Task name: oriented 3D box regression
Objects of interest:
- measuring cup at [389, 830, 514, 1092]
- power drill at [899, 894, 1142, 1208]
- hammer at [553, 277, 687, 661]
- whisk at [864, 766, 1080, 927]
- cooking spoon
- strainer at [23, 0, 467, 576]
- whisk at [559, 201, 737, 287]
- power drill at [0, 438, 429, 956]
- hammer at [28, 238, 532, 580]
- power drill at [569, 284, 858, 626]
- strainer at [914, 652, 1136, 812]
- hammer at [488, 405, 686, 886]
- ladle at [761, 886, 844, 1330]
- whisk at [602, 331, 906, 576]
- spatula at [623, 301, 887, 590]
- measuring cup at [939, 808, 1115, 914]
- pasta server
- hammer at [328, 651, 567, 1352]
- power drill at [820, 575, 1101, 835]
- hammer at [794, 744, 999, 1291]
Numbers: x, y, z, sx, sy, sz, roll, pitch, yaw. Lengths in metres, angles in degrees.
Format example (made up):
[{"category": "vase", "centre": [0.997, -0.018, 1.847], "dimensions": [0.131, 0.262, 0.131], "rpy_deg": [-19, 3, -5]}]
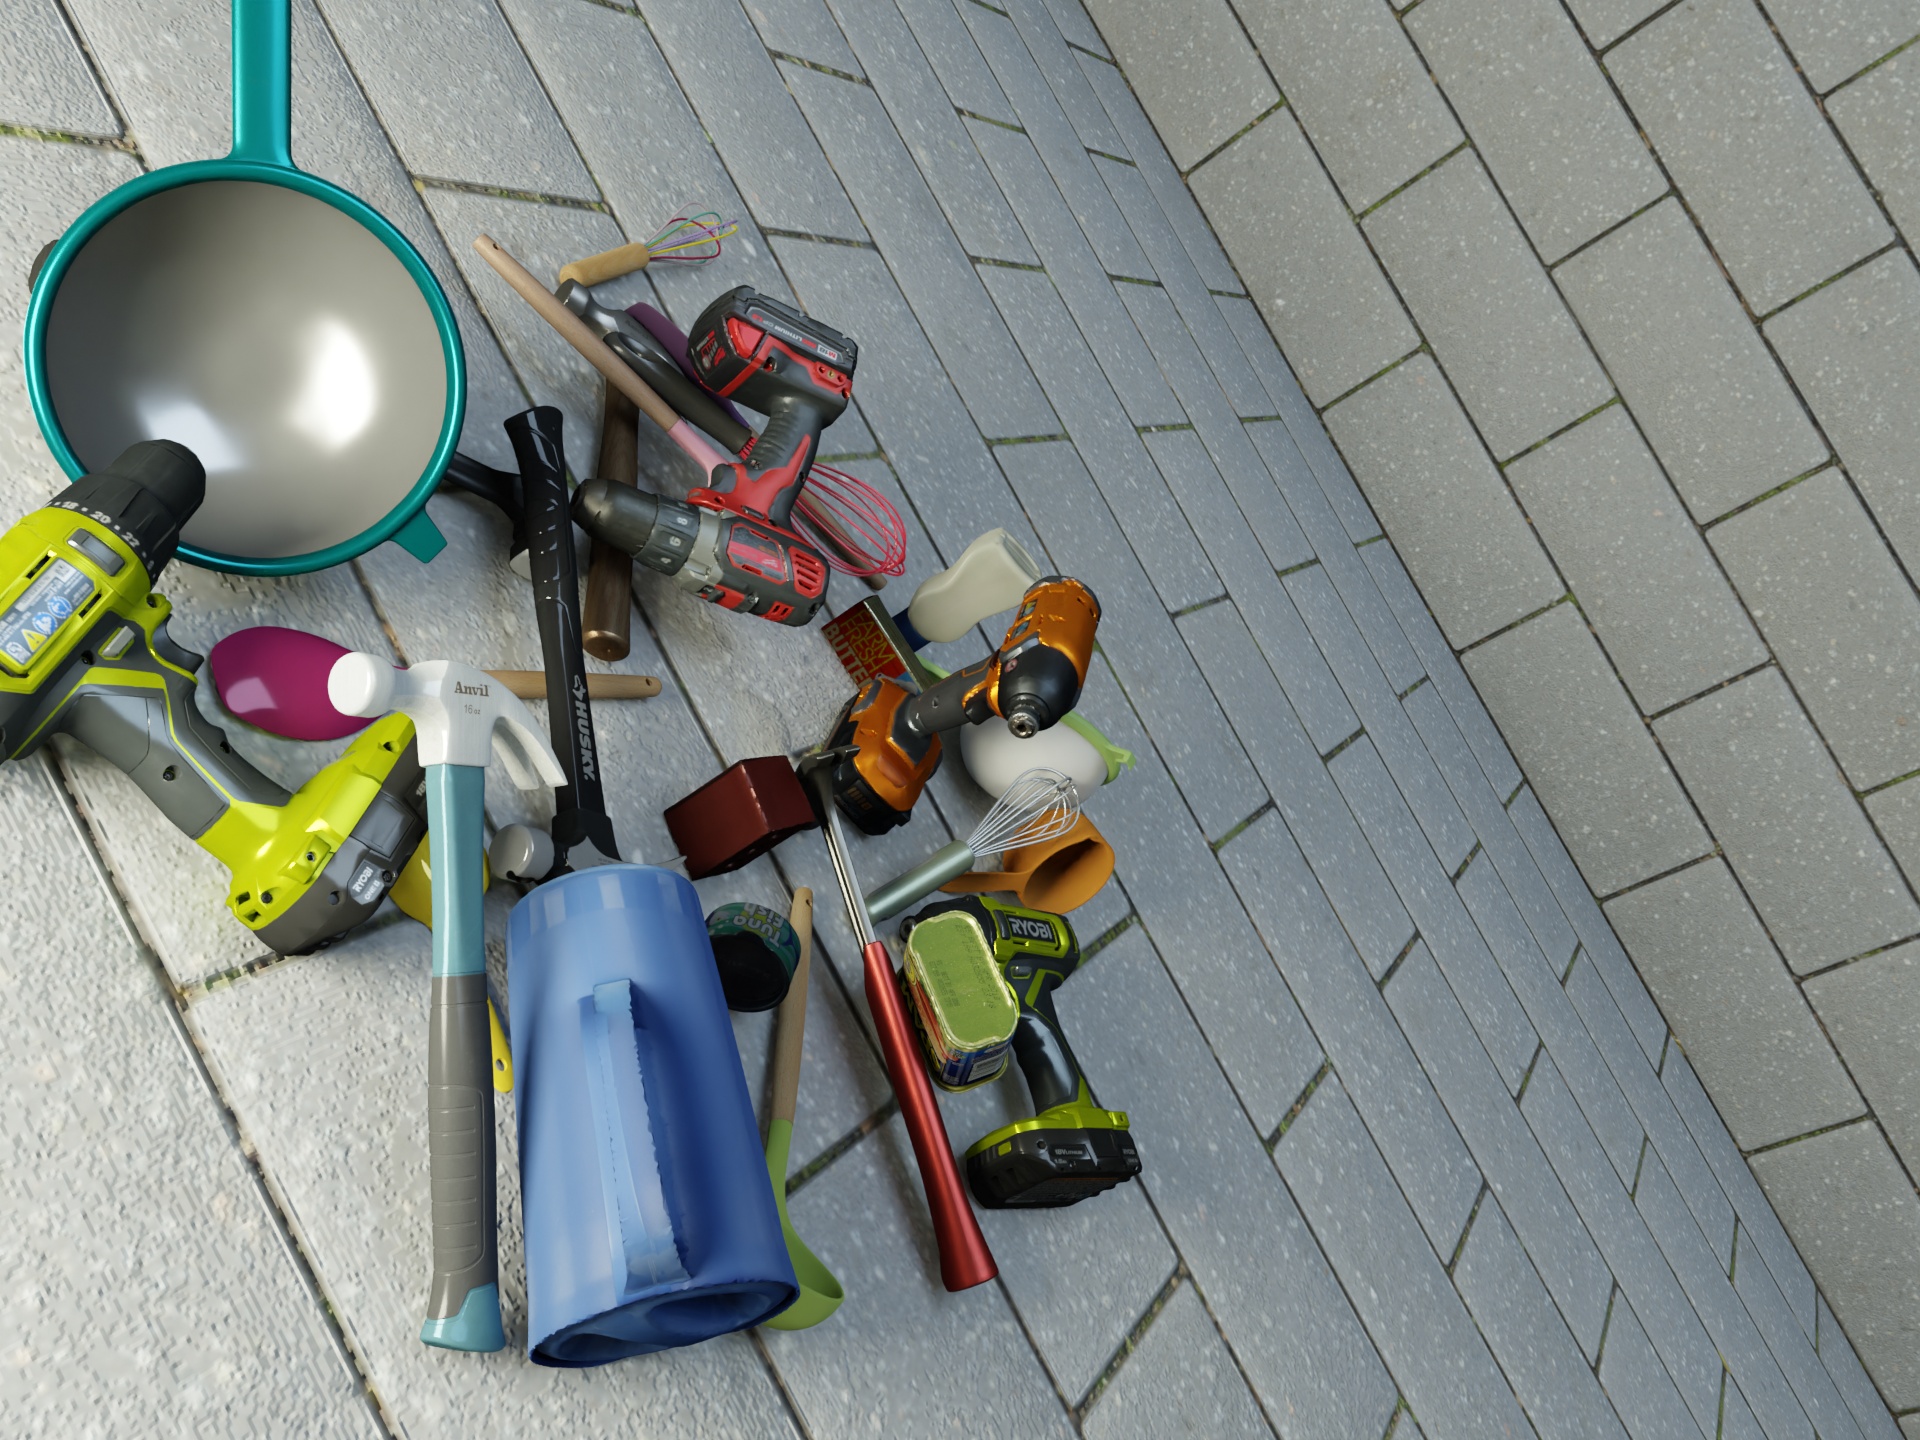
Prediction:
[{"category": "measuring cup", "centre": [-0.265, 0.124, 0.860], "dimensions": [0.062, 0.029, 0.157], "rpy_deg": [-2, 63, -57]}, {"category": "power drill", "centre": [0.040, 0.238, 1.175], "dimensions": [0.171, 0.080, 0.223], "rpy_deg": [16, 47, -45]}, {"category": "hammer", "centre": [-0.248, -0.178, 1.160], "dimensions": [0.130, 0.031, 0.332], "rpy_deg": [31, 40, -39]}, {"category": "whisk", "centre": [0.007, 0.098, 1.219], "dimensions": [0.246, 0.057, 0.059], "rpy_deg": [-28, 80, -40]}, {"category": "cooking spoon", "centre": [-0.297, -0.023, 0.957], "dimensions": [0.318, 0.017, 0.069], "rpy_deg": [0, 65, -56]}, {"category": "strainer", "centre": [-0.379, -0.249, 0.847], "dimensions": [0.211, 0.095, 0.340], "rpy_deg": [-1, 99, -31]}, {"category": "whisk", "centre": [-0.261, -0.393, 1.335], "dimensions": [0.047, 0.051, 0.245], "rpy_deg": [37, 35, 3]}, {"category": "power drill", "centre": [-0.361, -0.012, 0.767], "dimensions": [0.228, 0.080, 0.191], "rpy_deg": [44, 44, -25]}, {"category": "hammer", "centre": [-0.385, -0.199, 0.969], "dimensions": [0.336, 0.034, 0.127], "rpy_deg": [25, 44, -44]}, {"category": "power drill", "centre": [-0.170, -0.193, 1.135], "dimensions": [0.187, 0.080, 0.227], "rpy_deg": [21, 65, -29]}, {"category": "strainer", "centre": [0.011, 0.009, 1.336], "dimensions": [0.256, 0.151, 0.069], "rpy_deg": [31, 70, -10]}, {"category": "hammer", "centre": [-0.244, -0.049, 0.989], "dimensions": [0.146, 0.035, 0.335], "rpy_deg": [28, 46, -60]}, {"category": "ladle", "centre": [-0.101, 0.225, 0.993], "dimensions": [0.078, 0.062, 0.320], "rpy_deg": [39, 32, -31]}, {"category": "whisk", "centre": [-0.154, -0.204, 1.236], "dimensions": [0.295, 0.073, 0.073], "rpy_deg": [36, 36, -22]}, {"category": "spatula", "centre": [-0.163, -0.222, 1.322], "dimensions": [0.315, 0.060, 0.018], "rpy_deg": [48, 62, -26]}, {"category": "measuring cup", "centre": [0.043, 0.115, 1.306], "dimensions": [0.173, 0.095, 0.052], "rpy_deg": [1, 38, -31]}, {"category": "pasta server", "centre": [-0.236, -0.232, 1.171], "dimensions": [0.316, 0.040, 0.060], "rpy_deg": [44, 34, -17]}, {"category": "hammer", "centre": [-0.243, 0.137, 0.769], "dimensions": [0.128, 0.033, 0.331], "rpy_deg": [8, 77, -61]}, {"category": "power drill", "centre": [-0.002, -0.004, 1.174], "dimensions": [0.084, 0.226, 0.164], "rpy_deg": [48, 32, -19]}, {"category": "hammer", "centre": [-0.044, 0.196, 1.058], "dimensions": [0.036, 0.149, 0.359], "rpy_deg": [-15, 79, -18]}]
